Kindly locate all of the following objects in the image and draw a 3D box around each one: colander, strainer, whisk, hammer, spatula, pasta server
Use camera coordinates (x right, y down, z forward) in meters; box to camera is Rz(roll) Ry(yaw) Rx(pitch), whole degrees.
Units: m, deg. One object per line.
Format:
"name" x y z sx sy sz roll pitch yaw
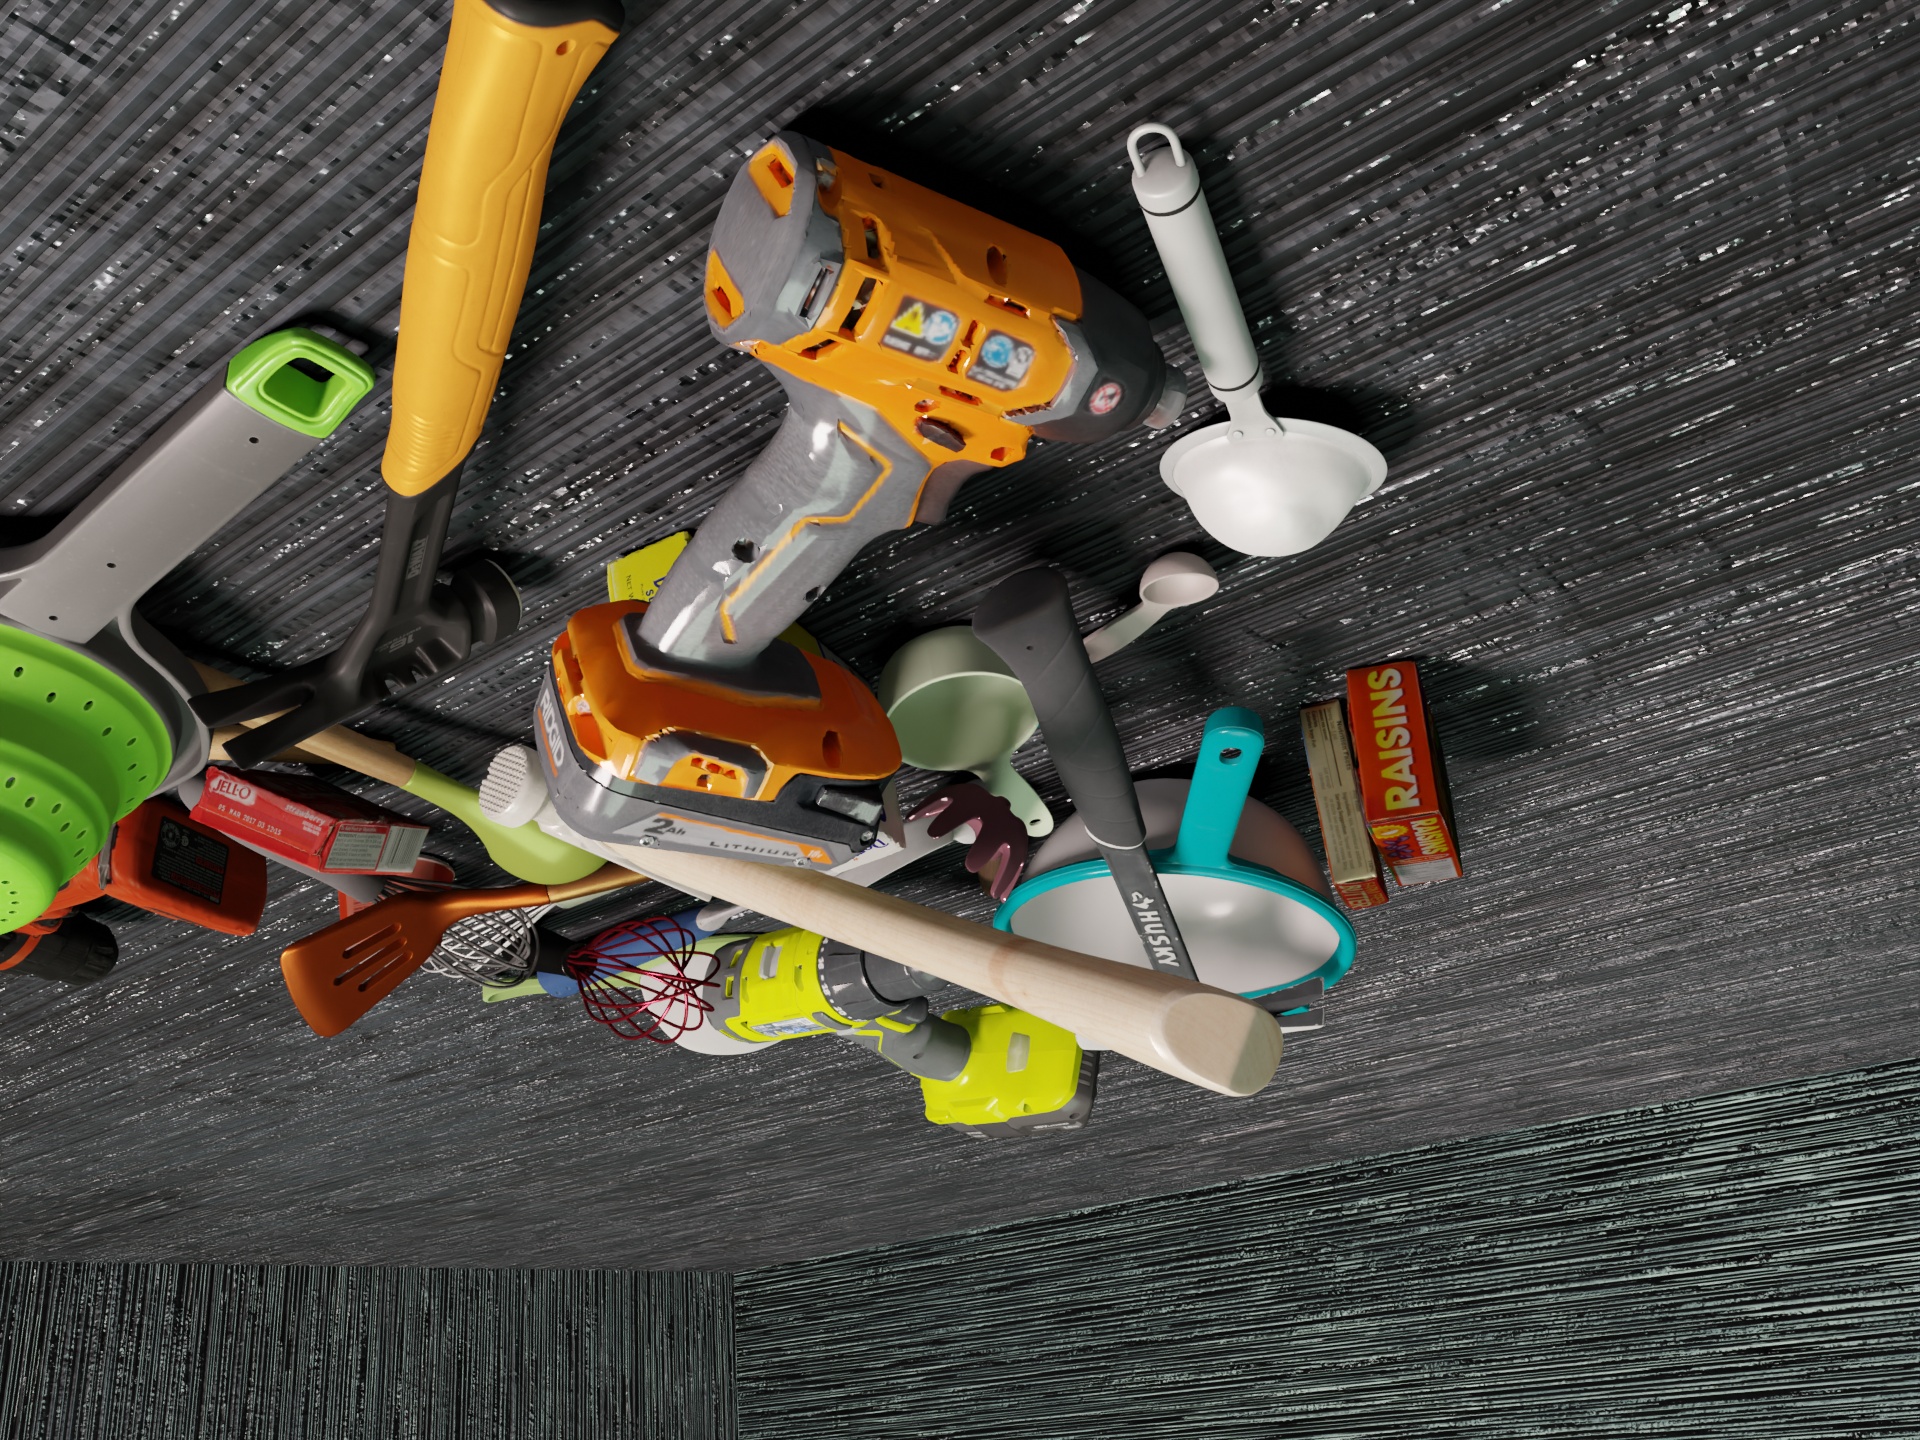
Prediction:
"colander" -0.346 -0.008 0.582 0.397 0.095 0.204 -28 143 29
"strainer" 0.096 -0.115 0.557 0.087 0.050 0.258 -1 156 22
"whisk" -0.250 0.106 0.975 0.246 0.058 0.059 -21 -174 25
"whisk" -0.323 0.087 0.877 0.055 0.055 0.238 -19 140 28
"strainer" -0.224 0.216 1.187 0.256 0.069 0.151 -3 156 -10
"whisk" -0.225 0.149 0.971 0.073 0.073 0.296 11 172 -33
"hammer" -0.169 -0.095 0.494 0.127 0.034 0.336 -35 171 -37
"hammer" -0.041 0.082 0.667 0.411 0.038 0.146 12 166 44
"spatula" -0.202 0.095 0.881 0.322 0.041 0.081 -14 137 -14
"hammer" -0.154 0.121 0.993 0.405 0.035 0.144 -24 177 43
"pasta server" 0.012 0.077 0.851 0.040 0.060 0.316 -48 171 -8
"strainer" 0.129 0.062 0.900 0.211 0.095 0.340 6 147 3
"hammer" 0.087 0.066 0.798 0.149 0.036 0.408 -5 143 17

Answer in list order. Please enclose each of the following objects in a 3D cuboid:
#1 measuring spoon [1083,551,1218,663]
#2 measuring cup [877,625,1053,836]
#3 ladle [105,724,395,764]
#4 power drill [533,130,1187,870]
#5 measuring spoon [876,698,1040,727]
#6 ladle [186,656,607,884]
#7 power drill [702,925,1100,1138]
"measuring spoon" 0.077 -0.050 0.732 0.034 0.018 0.124 5 161 -23
"measuring cup" 0.013 0.009 0.787 0.083 0.038 0.167 -20 146 11
"ladle" -0.421 0.004 0.721 0.315 0.031 0.069 5 153 -27
"power drill" -0.032 -0.058 0.522 0.164 0.084 0.226 11 123 -33
"measuring spoon" -0.001 -0.003 0.803 0.128 0.021 0.042 -7 156 -2
"ladle" -0.285 0.006 0.749 0.078 0.062 0.319 -40 137 17
"power drill" -0.018 0.182 0.971 0.190 0.080 0.228 -19 141 42
